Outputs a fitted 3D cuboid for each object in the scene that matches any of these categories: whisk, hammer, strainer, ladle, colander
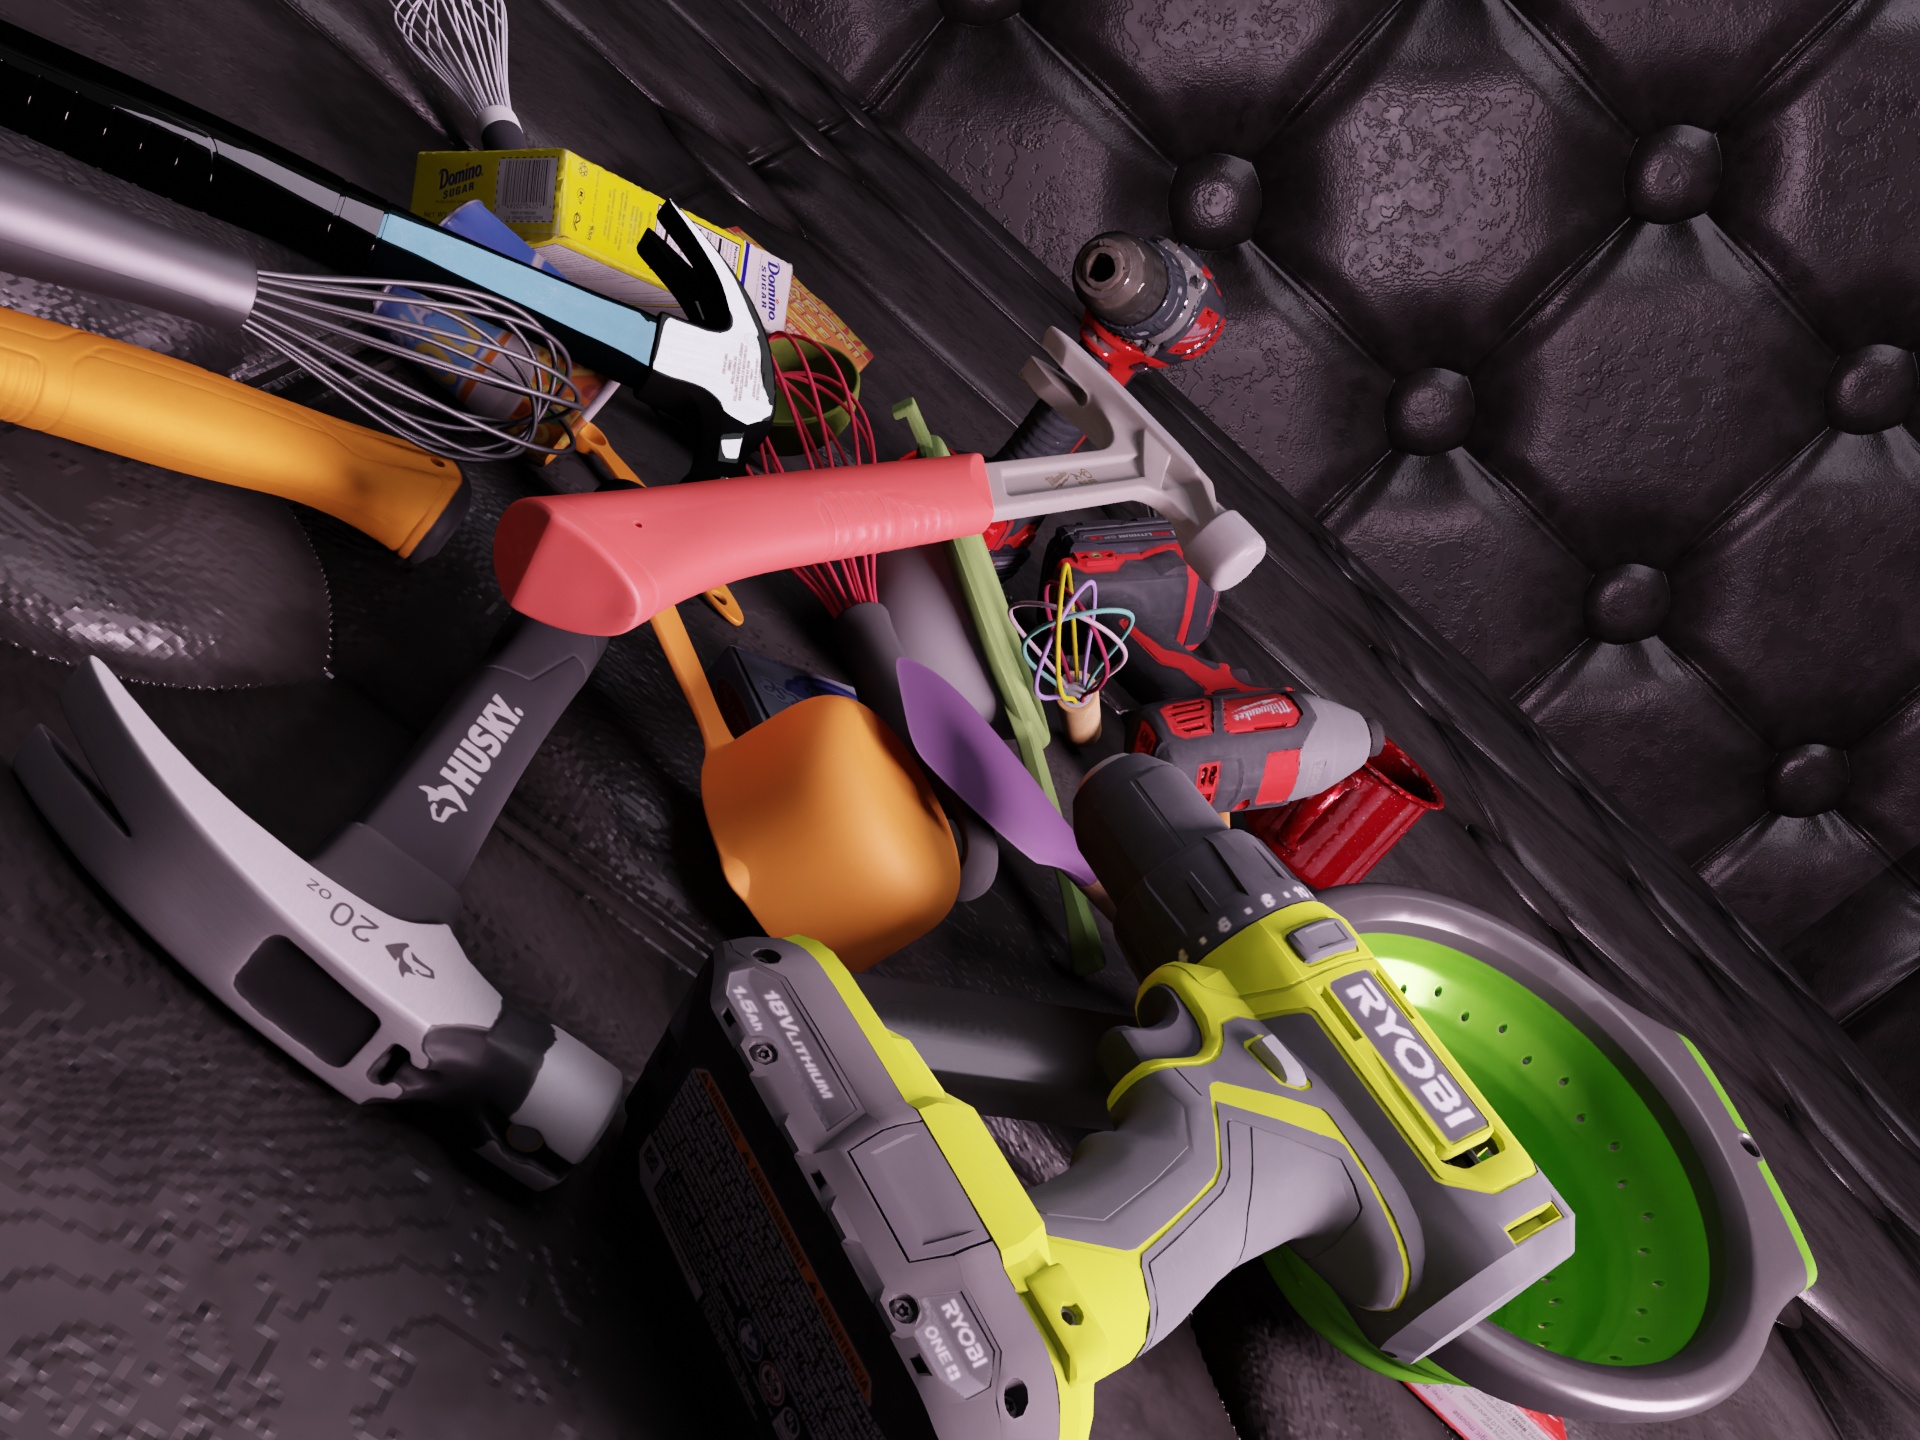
[{"bbox_3d":[-0.264,-0.345,0.884,0.070,0.070,0.285,21,35,-49],"label":"whisk"},{"bbox_3d":[-0.136,-0.014,0.478,0.146,0.035,0.335,40,20,-16],"label":"hammer"},{"bbox_3d":[-0.214,-0.171,0.544,0.330,0.033,0.128,20,59,-27],"label":"hammer"},{"bbox_3d":[-0.045,-0.053,0.628,0.073,0.073,0.296,22,35,-47],"label":"whisk"},{"bbox_3d":[0.056,-0.022,0.756,0.245,0.051,0.047,62,4,-77],"label":"whisk"},{"bbox_3d":[-0.001,-0.002,0.703,0.151,0.069,0.257,59,14,-65],"label":"strainer"},{"bbox_3d":[-0.173,-0.186,0.711,0.320,0.062,0.078,14,29,-47],"label":"ladle"},{"bbox_3d":[-0.267,-0.100,0.395,0.336,0.034,0.127,14,36,-55],"label":"hammer"},{"bbox_3d":[-0.021,-0.088,0.592,0.149,0.036,0.359,49,36,18],"label":"hammer"},{"bbox_3d":[-0.203,-0.117,0.444,0.238,0.055,0.055,11,38,-51],"label":"whisk"},{"bbox_3d":[0.095,0.147,0.535,0.397,0.094,0.205,13,40,-21],"label":"colander"}]

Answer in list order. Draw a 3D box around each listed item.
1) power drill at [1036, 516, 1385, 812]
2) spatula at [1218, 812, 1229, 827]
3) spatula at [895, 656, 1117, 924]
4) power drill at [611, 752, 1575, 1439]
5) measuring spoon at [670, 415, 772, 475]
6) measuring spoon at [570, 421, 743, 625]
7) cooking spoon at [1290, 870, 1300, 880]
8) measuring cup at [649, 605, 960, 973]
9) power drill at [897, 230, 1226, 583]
[{"bbox_3d":[0.137,-0.031,0.907,0.143,0.078,0.220,-6,37,-17],"label":"power drill"},{"bbox_3d":[0.135,0.065,0.884,0.081,0.041,0.323,42,15,-3],"label":"spatula"},{"bbox_3d":[0.060,0.067,0.623,0.315,0.018,0.060,45,24,-45],"label":"spatula"},{"bbox_3d":[0.034,0.095,0.415,0.228,0.080,0.191,-8,52,-41],"label":"power drill"},{"bbox_3d":[-0.111,-0.123,0.794,0.124,0.018,0.034,38,16,1],"label":"measuring spoon"},{"bbox_3d":[-0.131,-0.083,0.674,0.117,0.011,0.021,51,20,7],"label":"measuring spoon"},{"bbox_3d":[0.197,0.063,1.015,0.068,0.017,0.319,43,19,-13],"label":"cooking spoon"},{"bbox_3d":[-0.057,-0.002,0.521,0.174,0.052,0.095,63,12,7],"label":"measuring cup"},{"bbox_3d":[0.050,-0.180,0.900,0.080,0.226,0.188,47,19,9],"label":"power drill"}]
